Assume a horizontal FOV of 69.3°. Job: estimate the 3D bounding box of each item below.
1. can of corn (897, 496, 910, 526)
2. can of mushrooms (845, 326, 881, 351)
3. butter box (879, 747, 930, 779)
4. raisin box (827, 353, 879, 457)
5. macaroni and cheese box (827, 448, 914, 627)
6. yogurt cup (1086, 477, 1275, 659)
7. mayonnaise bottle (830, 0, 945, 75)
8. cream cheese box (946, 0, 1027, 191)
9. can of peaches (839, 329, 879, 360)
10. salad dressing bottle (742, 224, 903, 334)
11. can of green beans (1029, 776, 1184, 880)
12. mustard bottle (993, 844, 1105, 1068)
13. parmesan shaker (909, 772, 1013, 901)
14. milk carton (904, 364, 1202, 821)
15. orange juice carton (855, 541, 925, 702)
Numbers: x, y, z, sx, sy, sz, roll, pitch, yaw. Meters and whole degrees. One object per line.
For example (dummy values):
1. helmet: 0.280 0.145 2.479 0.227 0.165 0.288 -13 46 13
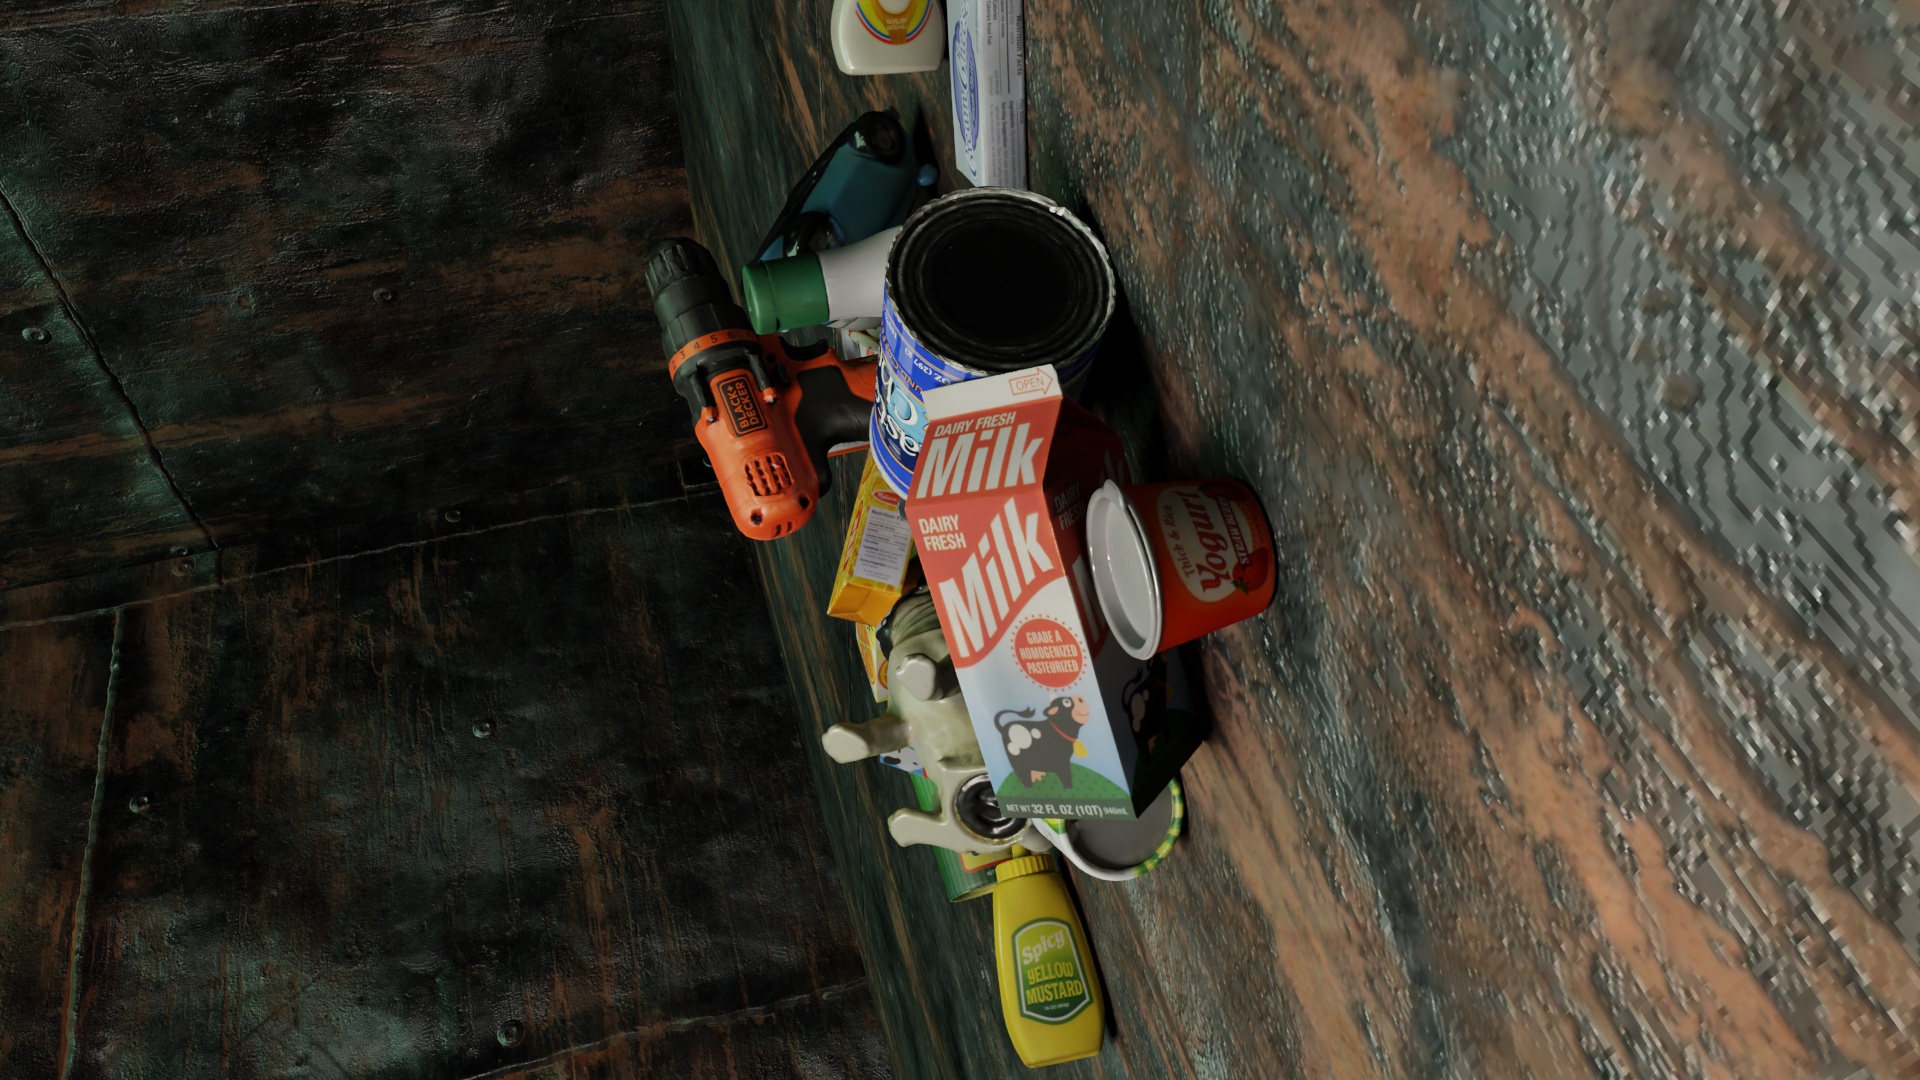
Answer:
1. can of corn: 0.003 -0.011 0.849 0.058 0.071 0.070 -121 23 -55
2. can of mushrooms: -0.048 -0.162 0.950 0.033 0.071 0.071 97 157 -56
3. butter box: -0.007 0.156 1.008 0.052 0.103 0.024 93 -162 -51
4. raisin box: -0.043 -0.090 0.858 0.086 0.123 0.040 -133 32 -66
5. macaroni and cheese box: -0.049 -0.033 0.965 0.123 0.040 0.167 130 154 -72
6. yogurt cup: 0.085 0.007 0.534 0.072 0.054 0.072 169 88 -78
7. mayonnaise bottle: -0.043 -0.338 0.771 0.041 0.065 0.147 -125 29 -63
8. cream cheese box: 0.013 -0.229 0.699 0.053 0.024 0.103 -118 20 -53
9. can of peaches: -0.053 -0.149 1.002 0.071 0.058 0.071 169 88 -79
10. salad dressing bottle: -0.038 -0.138 0.726 0.064 0.148 0.044 117 139 -71
11. can of green beans: 0.070 0.128 0.690 0.058 0.071 0.071 -164 63 -75
12. mustard bottle: 0.051 0.261 0.919 0.048 0.065 0.161 96 162 -67
13. parmesan shaker: 0.010 0.213 1.055 0.071 0.071 0.103 107 146 -66
14. milk carton: 0.038 0.020 0.601 0.072 0.074 0.190 -8 106 36
15. orange juice carton: -0.043 0.039 1.101 0.191 0.073 0.072 92 161 -48
